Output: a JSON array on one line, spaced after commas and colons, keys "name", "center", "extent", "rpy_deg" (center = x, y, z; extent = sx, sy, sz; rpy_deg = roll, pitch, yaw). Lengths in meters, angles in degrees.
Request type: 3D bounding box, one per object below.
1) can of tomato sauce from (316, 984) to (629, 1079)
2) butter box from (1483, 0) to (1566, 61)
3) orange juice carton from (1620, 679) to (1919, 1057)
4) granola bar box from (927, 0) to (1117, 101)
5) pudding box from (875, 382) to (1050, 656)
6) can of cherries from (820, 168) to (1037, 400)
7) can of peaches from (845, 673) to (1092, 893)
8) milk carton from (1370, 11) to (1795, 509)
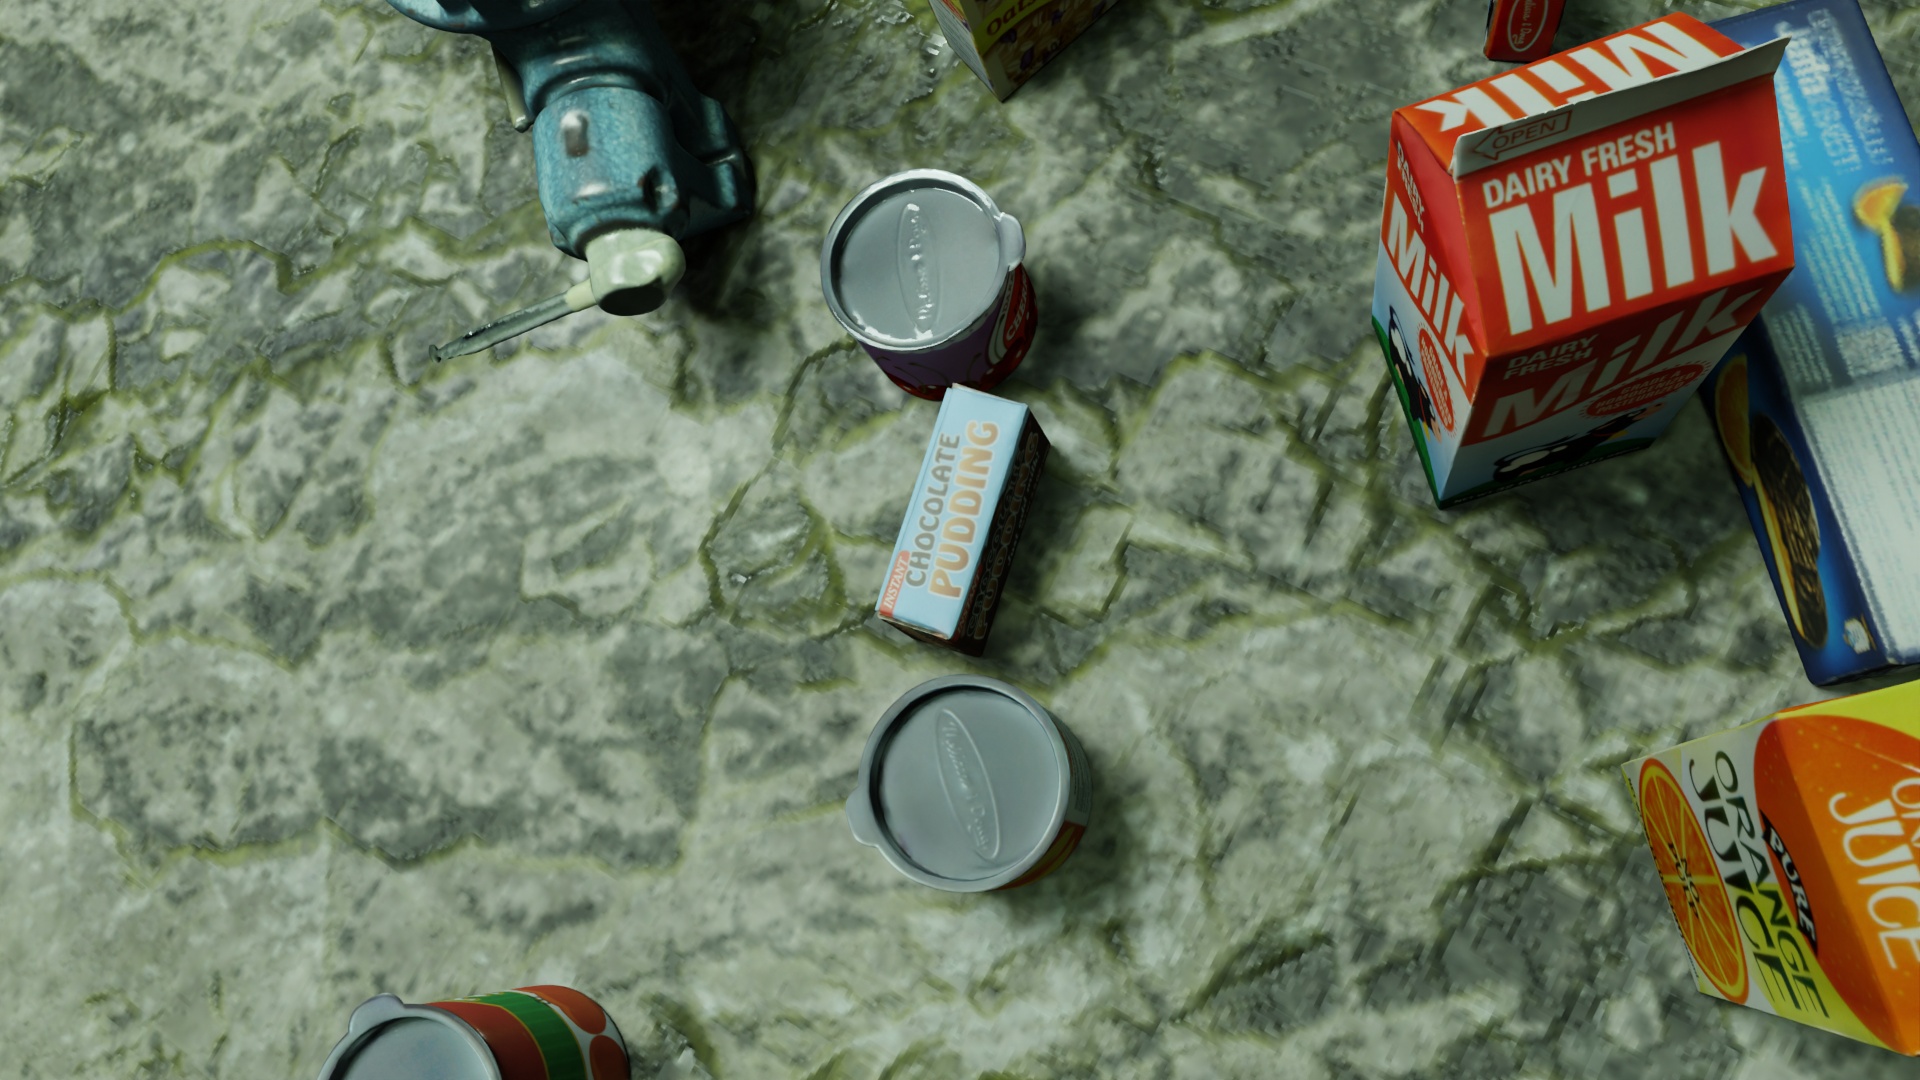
[{"name": "can of tomato sauce", "center": [-0.156, 0.179, 0.449], "extent": [0.071, 0.083, 0.071], "rpy_deg": [-3, 76, 13]}, {"name": "butter box", "center": [0.201, -0.225, 0.480], "extent": [0.024, 0.053, 0.103], "rpy_deg": [9, 79, 15]}, {"name": "orange juice carton", "center": [0.224, 0.072, 0.327], "extent": [0.073, 0.192, 0.072], "rpy_deg": [-15, 74, 10]}, {"name": "granola bar box", "center": [0.052, -0.250, 0.484], "extent": [0.165, 0.124, 0.039], "rpy_deg": [-41, 71, 1]}, {"name": "pudding box", "center": [0.002, -0.006, 0.475], "extent": [0.030, 0.049, 0.084], "rpy_deg": [16, 81, 16]}, {"name": "can of cherries", "center": [-0.007, -0.088, 0.493], "extent": [0.071, 0.058, 0.071], "rpy_deg": [-3, 76, 13]}, {"name": "can of peaches", "center": [0.005, 0.080, 0.449], "extent": [0.071, 0.058, 0.071], "rpy_deg": [-3, 76, 13]}, {"name": "milk carton", "center": [0.161, -0.073, 0.380], "extent": [0.072, 0.190, 0.073], "rpy_deg": [-17, 74, 9]}]
